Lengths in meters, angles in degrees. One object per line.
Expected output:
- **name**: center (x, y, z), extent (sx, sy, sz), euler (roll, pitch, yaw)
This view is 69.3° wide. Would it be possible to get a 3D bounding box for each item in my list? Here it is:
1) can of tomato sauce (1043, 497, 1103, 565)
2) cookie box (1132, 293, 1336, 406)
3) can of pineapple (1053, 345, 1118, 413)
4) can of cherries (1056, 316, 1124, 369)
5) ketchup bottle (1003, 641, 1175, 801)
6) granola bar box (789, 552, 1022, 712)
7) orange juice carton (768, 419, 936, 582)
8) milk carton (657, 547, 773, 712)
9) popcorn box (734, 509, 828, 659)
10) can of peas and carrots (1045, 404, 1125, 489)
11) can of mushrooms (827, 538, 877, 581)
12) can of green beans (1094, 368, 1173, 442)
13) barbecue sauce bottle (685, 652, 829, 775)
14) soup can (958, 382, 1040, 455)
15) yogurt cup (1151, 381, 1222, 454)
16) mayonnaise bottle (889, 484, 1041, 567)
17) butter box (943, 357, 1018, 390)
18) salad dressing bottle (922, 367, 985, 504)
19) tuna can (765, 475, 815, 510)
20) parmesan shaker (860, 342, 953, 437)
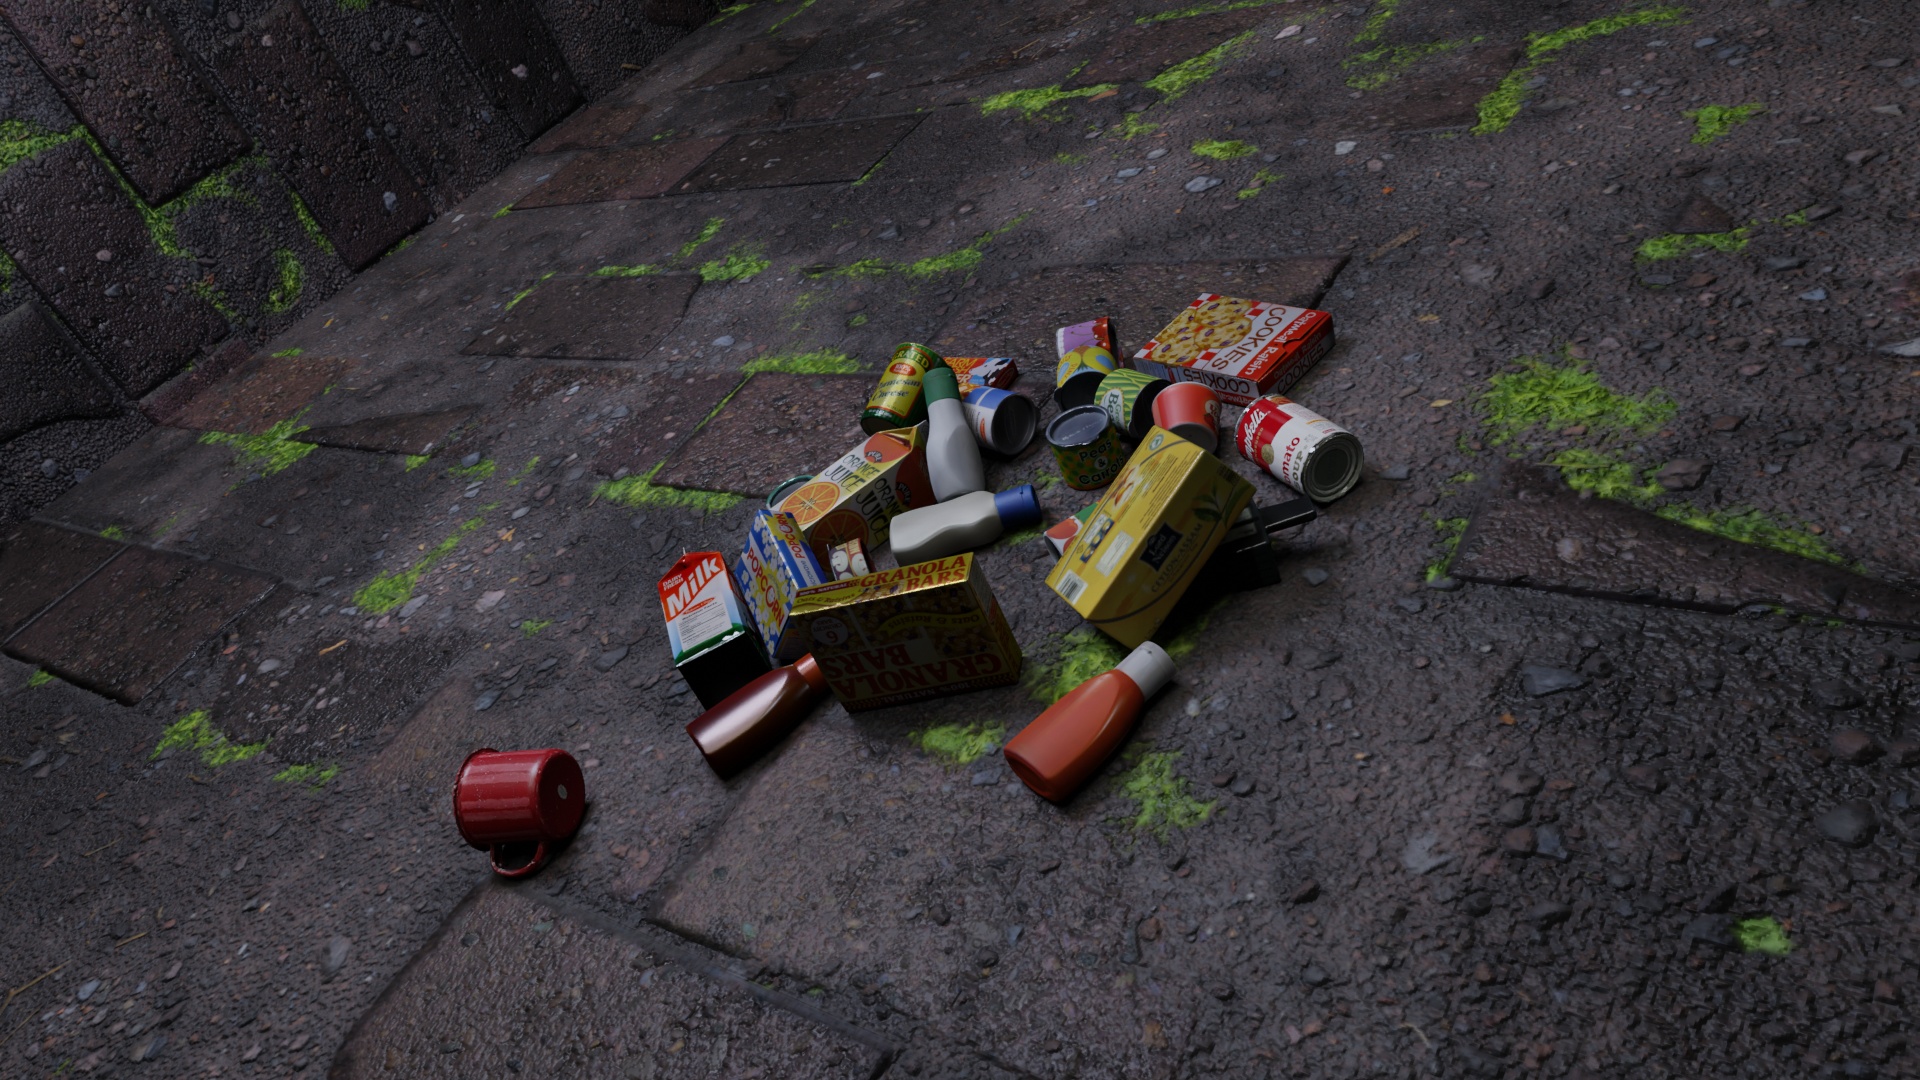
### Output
- **can of tomato sauce**: center (0.126, 0.001, 1.243), extent (0.083, 0.071, 0.071), euler (-30, 34, -6)
- **cookie box**: center (0.281, -0.198, 1.434), extent (0.123, 0.040, 0.167), euler (-42, 38, -23)
- **can of pineapple**: center (0.133, -0.164, 1.456), extent (0.071, 0.070, 0.058), euler (-16, 34, 13)
- **can of cherries**: center (0.141, -0.203, 1.507), extent (0.058, 0.071, 0.072), euler (-12, 37, 18)
- **ketchup bottle**: center (0.107, 0.138, 1.095), extent (0.149, 0.043, 0.065), euler (-39, 37, -19)
- **granola bar box**: center (-0.046, 0.082, 1.193), extent (0.165, 0.123, 0.039), euler (-12, 37, 19)
- **orange juice carton**: center (-0.098, -0.045, 1.441), extent (0.193, 0.071, 0.073), euler (-37, 37, -16)
- **milk carton**: center (-0.245, 0.079, 1.369), extent (0.073, 0.072, 0.191), euler (-27, 35, -3)
- **popcorn box**: center (-0.172, 0.042, 1.337), extent (0.038, 0.084, 0.127), euler (2, 38, -33)
- **can of peas and carrots**: center (0.126, -0.091, 1.373), extent (0.071, 0.058, 0.071), euler (-17, 36, 13)
- **can of mushrooms**: center (-0.102, 0.031, 1.344), extent (0.033, 0.070, 0.071), euler (-21, 34, 3)
- **can of green beans**: center (0.177, -0.135, 1.393), extent (0.071, 0.071, 0.058), euler (-40, 36, -20)
- **barbecue sauce bottle**: center (-0.172, 0.148, 1.257), extent (0.149, 0.043, 0.065), euler (-35, 35, -14)
- **soup can**: center (0.032, -0.131, 1.481), extent (0.071, 0.071, 0.084), euler (-43, 38, -24)
- **yogurt cup**: center (0.219, -0.111, 1.339), extent (0.072, 0.072, 0.054), euler (-12, 44, 19)
- **mayonnaise bottle**: center (0.005, -0.017, 1.368), extent (0.148, 0.041, 0.065), euler (-17, 37, 11)
- **butter box**: center (0.011, -0.187, 1.604), extent (0.103, 0.024, 0.053), euler (6, 45, 37)
- **salad dressing bottle**: center (-0.011, -0.106, 1.431), extent (0.044, 0.064, 0.148), euler (-27, 62, 35)
- **tuna can**: center (-0.175, -0.041, 1.518), extent (0.071, 0.032, 0.071), euler (-17, 36, 13)
- **parmesan shaker**: center (-0.060, -0.161, 1.556), extent (0.071, 0.071, 0.103), euler (6, 60, 37)
